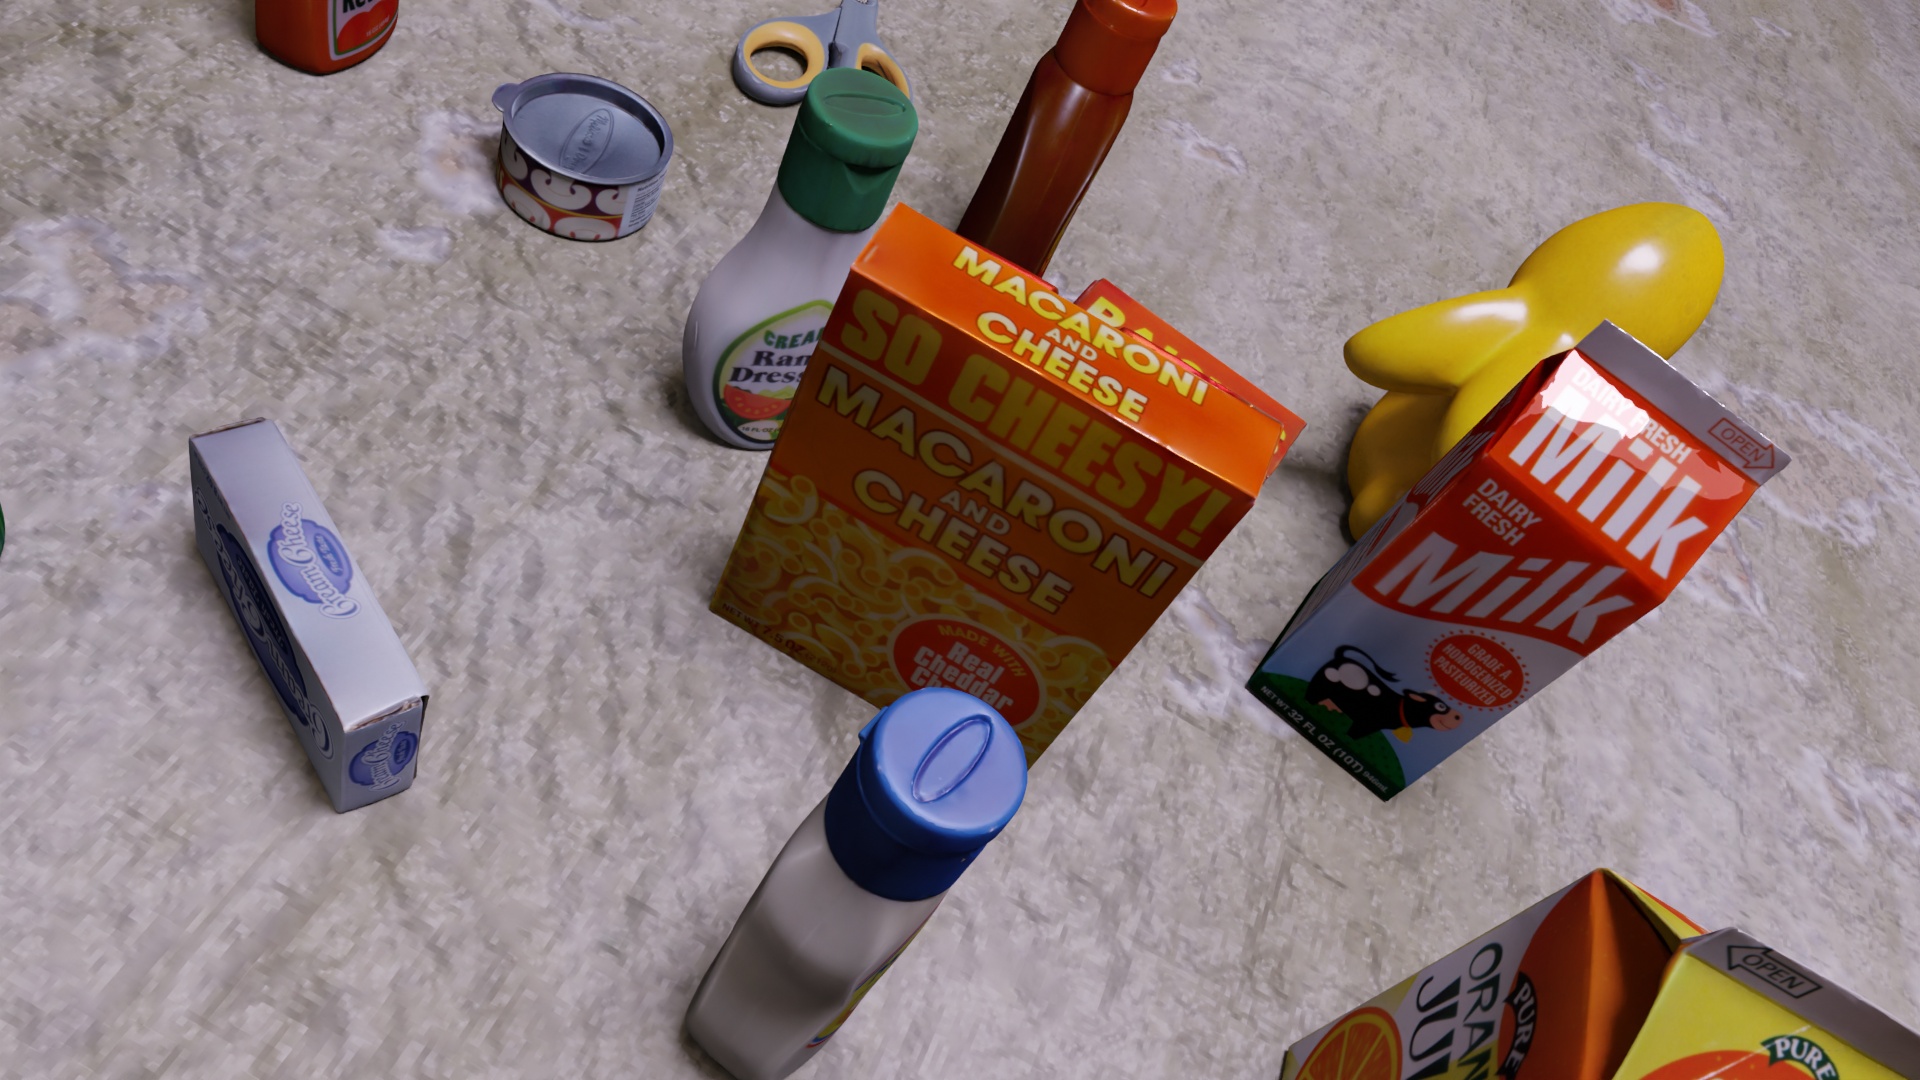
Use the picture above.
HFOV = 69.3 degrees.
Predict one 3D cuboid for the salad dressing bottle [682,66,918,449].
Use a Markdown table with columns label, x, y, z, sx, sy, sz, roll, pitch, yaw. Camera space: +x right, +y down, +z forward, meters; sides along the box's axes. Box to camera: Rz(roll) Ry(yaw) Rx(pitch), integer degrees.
| label | x | y | z | sx | sy | sz | roll | pitch | yaw |
| --- | --- | --- | --- | --- | --- | --- | --- | --- | --- |
| salad dressing bottle | -0.056 | -0.093 | 0.481 | 0.064 | 0.146 | 0.044 | -5 | 57 | -28 |

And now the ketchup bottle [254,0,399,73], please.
| label | x | y | z | sx | sy | sz | roll | pitch | yaw |
| --- | --- | --- | --- | --- | --- | --- | --- | --- | --- |
| ketchup bottle | -0.235 | -0.252 | 0.519 | 0.043 | 0.148 | 0.065 | 27 | 48 | -4 |

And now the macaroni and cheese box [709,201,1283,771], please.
| label | x | y | z | sx | sy | sz | roll | pitch | yaw |
| --- | --- | --- | --- | --- | --- | --- | --- | --- | --- |
| macaroni and cheese box | 0.002 | -0.005 | 0.427 | 0.124 | 0.165 | 0.040 | 30 | 48 | -1 |

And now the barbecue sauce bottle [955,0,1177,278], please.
| label | x | y | z | sx | sy | sz | roll | pitch | yaw |
| --- | --- | --- | --- | --- | --- | --- | --- | --- | --- |
| barbecue sauce bottle | 0.041 | -0.170 | 0.586 | 0.044 | 0.147 | 0.065 | 19 | 49 | -11 |

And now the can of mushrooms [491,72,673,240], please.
| label | x | y | z | sx | sy | sz | roll | pitch | yaw |
| --- | --- | --- | --- | --- | --- | --- | --- | --- | --- |
| can of mushrooms | -0.154 | -0.156 | 0.560 | 0.071 | 0.033 | 0.071 | 13 | 50 | -16 |

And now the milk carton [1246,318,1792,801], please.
| label | x | y | z | sx | sy | sz | roll | pitch | yaw |
| --- | --- | --- | --- | --- | --- | --- | --- | --- | --- |
| milk carton | 0.189 | 0.007 | 0.489 | 0.072 | 0.189 | 0.074 | 40 | 48 | 7 |

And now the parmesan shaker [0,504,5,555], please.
| label | x | y | z | sx | sy | sz | roll | pitch | yaw |
| --- | --- | --- | --- | --- | --- | --- | --- | --- | --- |
| parmesan shaker | -0.285 | -0.029 | 0.352 | 0.071 | 0.102 | 0.072 | 13 | 50 | -16 |

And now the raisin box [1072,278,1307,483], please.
| label | x | y | z | sx | sy | sz | roll | pitch | yaw |
| --- | --- | --- | --- | --- | --- | --- | --- | --- | --- |
| raisin box | 0.050 | -0.019 | 0.489 | 0.086 | 0.122 | 0.040 | 38 | 48 | 6 |

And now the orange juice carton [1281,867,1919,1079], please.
| label | x | y | z | sx | sy | sz | roll | pitch | yaw |
| --- | --- | --- | --- | --- | --- | --- | --- | --- | --- |
| orange juice carton | 0.157 | 0.151 | 0.360 | 0.072 | 0.191 | 0.073 | 30 | 48 | -1 |

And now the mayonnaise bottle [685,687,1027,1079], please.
| label | x | y | z | sx | sy | sz | roll | pitch | yaw |
| --- | --- | --- | --- | --- | --- | --- | --- | --- | --- |
| mayonnaise bottle | -0.027 | 0.089 | 0.352 | 0.041 | 0.147 | 0.065 | 40 | 48 | 7 |

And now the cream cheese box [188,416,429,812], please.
| label | x | y | z | sx | sy | sz | roll | pitch | yaw |
| --- | --- | --- | --- | --- | --- | --- | --- | --- | --- |
| cream cheese box | -0.186 | 0.021 | 0.394 | 0.024 | 0.053 | 0.104 | -23 | 67 | -36 |
